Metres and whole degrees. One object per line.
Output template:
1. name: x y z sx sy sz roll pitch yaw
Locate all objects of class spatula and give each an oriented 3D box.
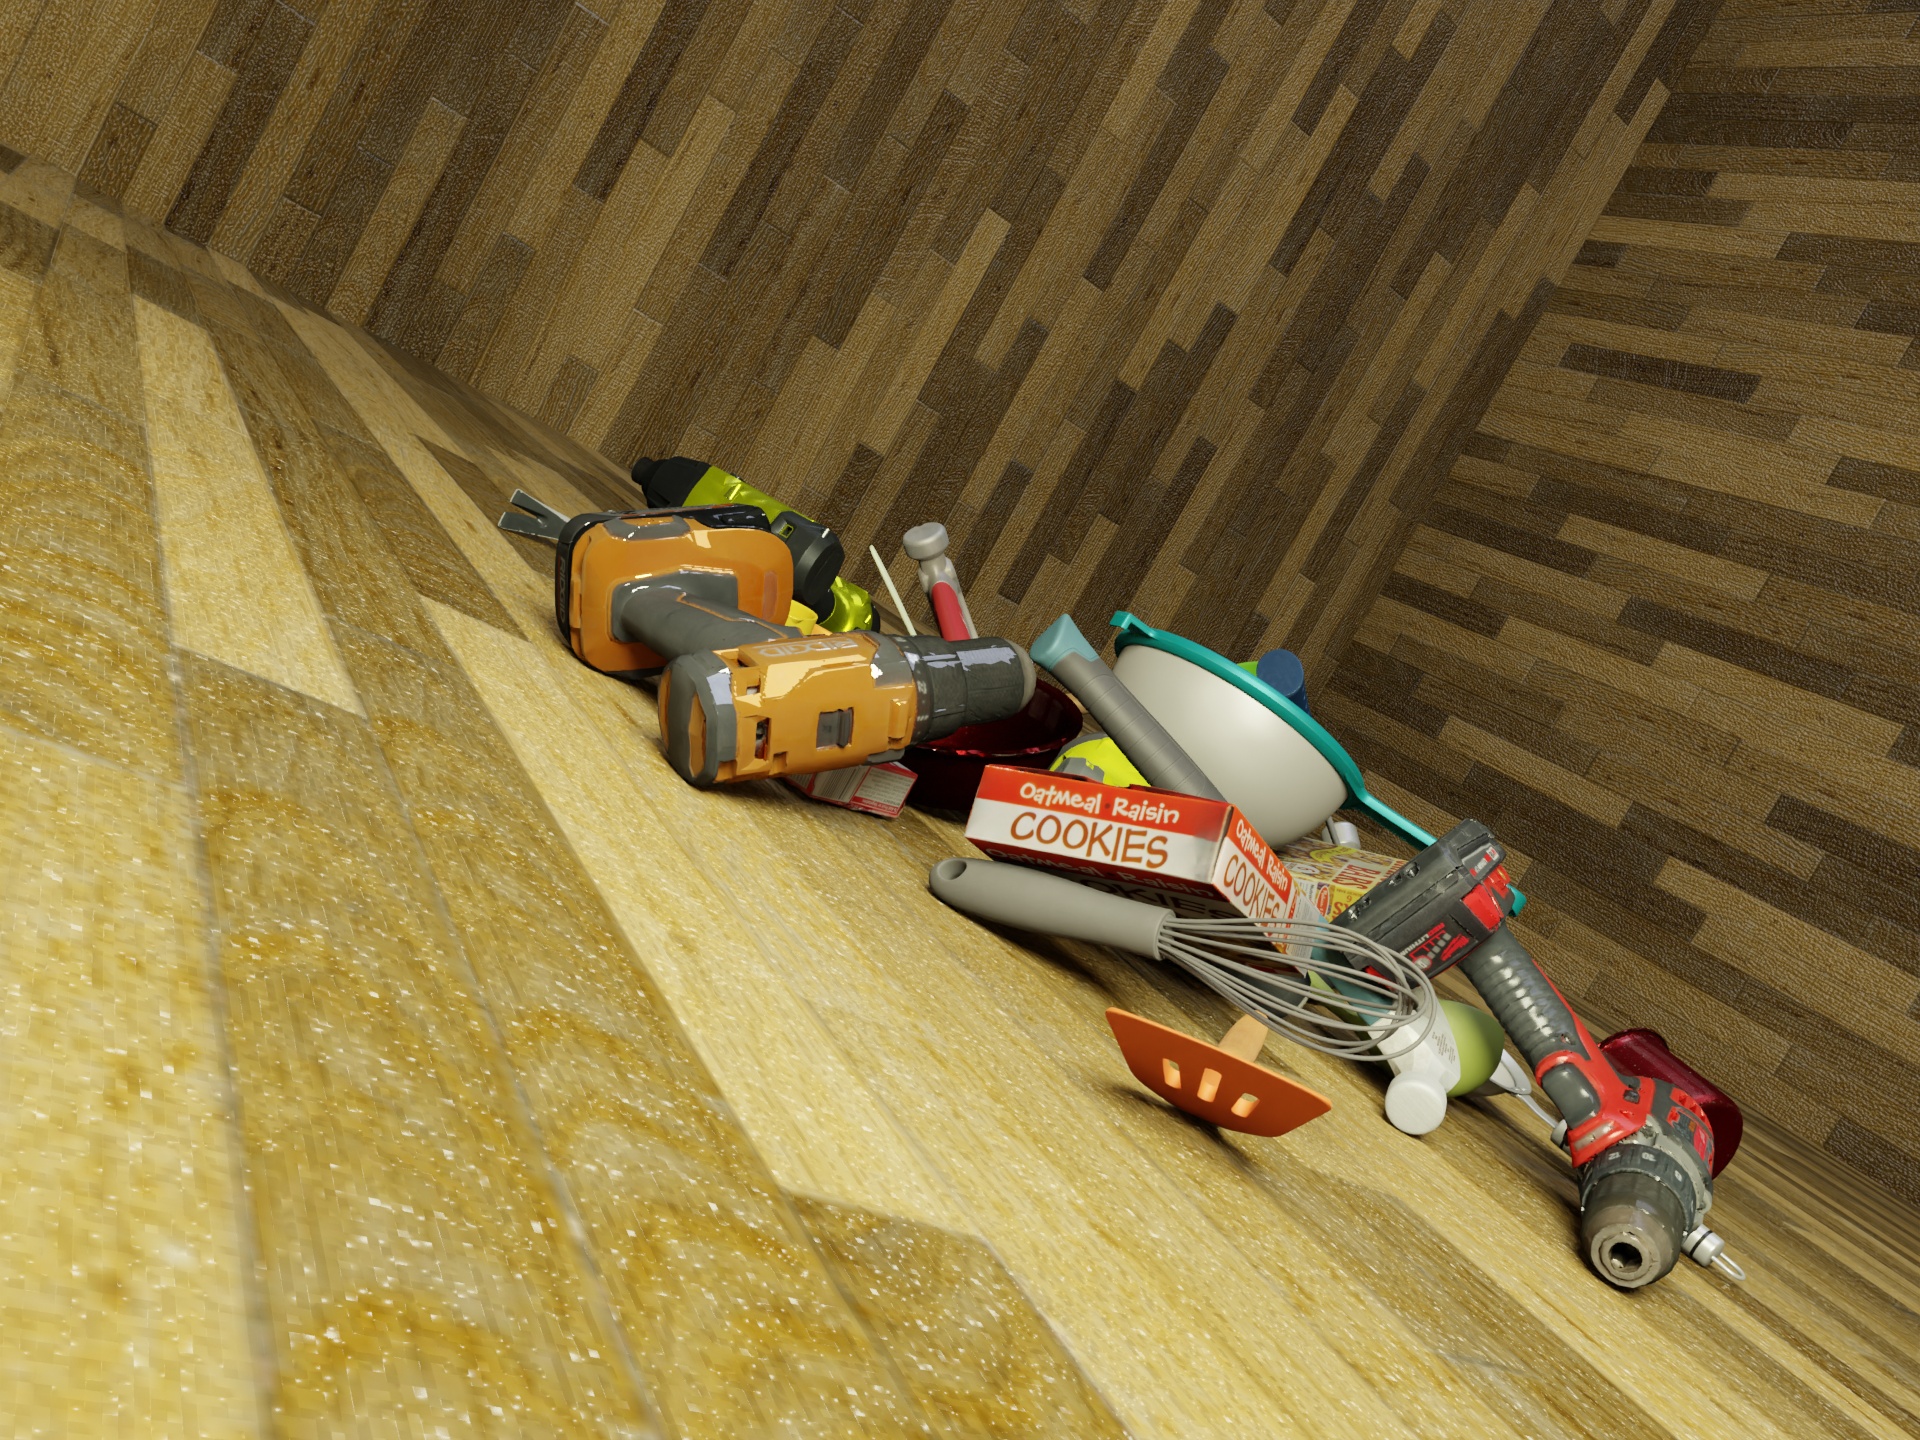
1. spatula: 0.119 0.139 0.681 0.081 0.041 0.322 21 1 15

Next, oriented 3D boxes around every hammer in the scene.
1. hammer: 0.302 0.070 1.318 0.405 0.035 0.144 56 23 -53
2. hammer: 0.010 -0.019 1.220 0.387 0.038 0.143 -104 175 -61
3. hammer: 0.154 0.072 0.877 0.331 0.033 0.128 49 23 7
4. hammer: -0.194 -0.070 1.062 0.149 0.036 0.409 24 7 -35

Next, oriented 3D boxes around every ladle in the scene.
1. ladle: 0.215 0.147 1.031 0.078 0.062 0.320 48 -8 -36

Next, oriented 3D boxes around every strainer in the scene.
1. strainer: 0.361 0.248 0.971 0.086 0.050 0.259 15 20 -47
2. strainer: 0.227 0.065 1.130 0.340 0.095 0.210 34 -9 19

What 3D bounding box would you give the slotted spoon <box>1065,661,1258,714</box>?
1. slotted spoon: 0.104 -0.015 1.316 0.314 0.031 0.070 -4 29 14

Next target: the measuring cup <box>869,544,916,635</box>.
1. measuring cup: -0.045 -0.045 1.150 0.083 0.038 0.167 -100 167 -73

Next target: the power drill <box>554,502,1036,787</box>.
1. power drill: -0.088 -0.042 0.797 0.185 0.084 0.226 -9 28 -32

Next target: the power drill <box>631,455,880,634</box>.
1. power drill: -0.152 -0.120 1.217 0.171 0.080 0.223 30 -10 18

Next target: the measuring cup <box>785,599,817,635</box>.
1. measuring cup: -0.159 -0.067 0.976 0.156 0.029 0.062 7 19 -40

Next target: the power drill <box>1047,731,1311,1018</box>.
1. power drill: 0.122 0.090 0.982 0.190 0.080 0.228 39 7 -3

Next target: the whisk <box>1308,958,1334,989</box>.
1. whisk: 0.280 0.177 1.176 0.070 0.070 0.284 31 11 20

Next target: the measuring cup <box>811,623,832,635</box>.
1. measuring cup: -0.070 -0.011 1.092 0.174 0.052 0.095 36 7 22

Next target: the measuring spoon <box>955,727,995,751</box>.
1. measuring spoon: -0.002 -0.003 1.052 0.124 0.018 0.034 40 15 30

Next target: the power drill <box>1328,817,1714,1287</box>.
1. power drill: 0.293 0.170 0.813 0.227 0.080 0.188 53 25 13

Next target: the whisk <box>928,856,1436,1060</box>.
1. whisk: 0.086 0.096 0.689 0.239 0.055 0.055 12 -5 31
